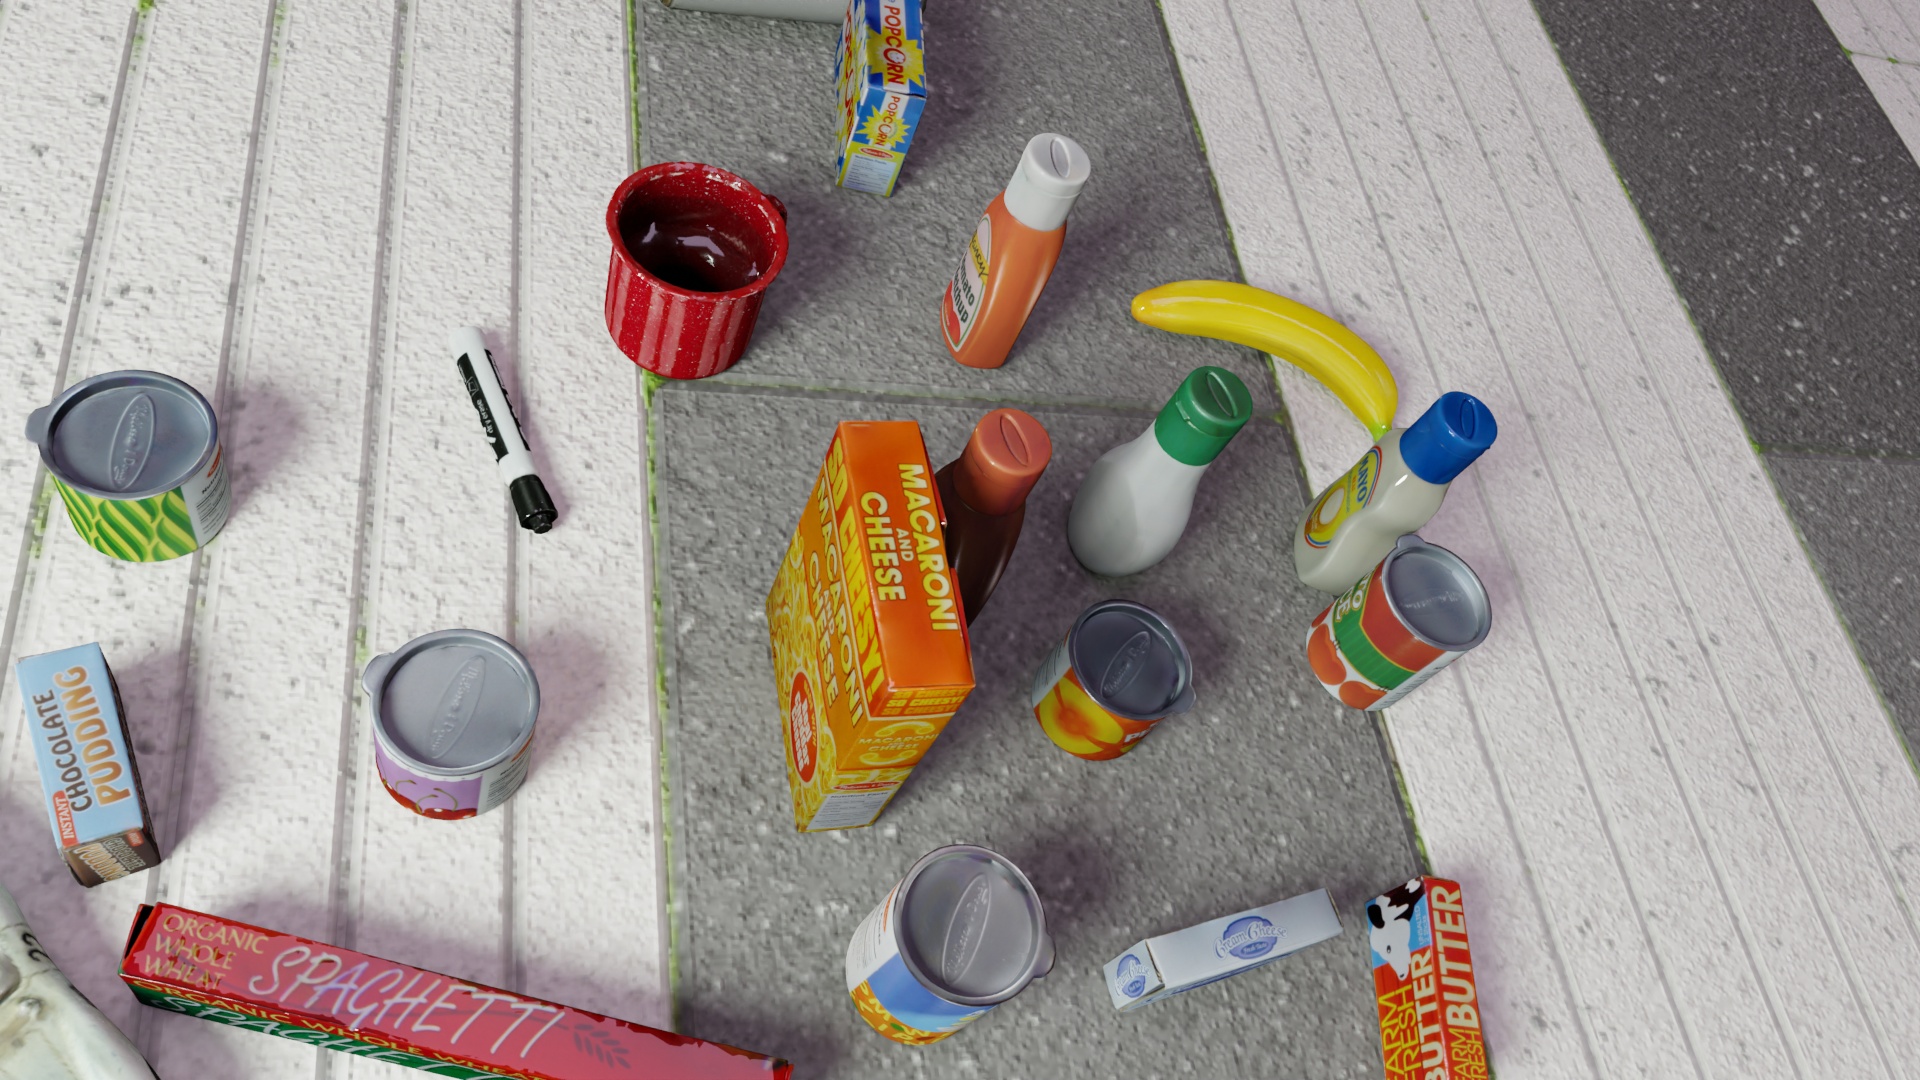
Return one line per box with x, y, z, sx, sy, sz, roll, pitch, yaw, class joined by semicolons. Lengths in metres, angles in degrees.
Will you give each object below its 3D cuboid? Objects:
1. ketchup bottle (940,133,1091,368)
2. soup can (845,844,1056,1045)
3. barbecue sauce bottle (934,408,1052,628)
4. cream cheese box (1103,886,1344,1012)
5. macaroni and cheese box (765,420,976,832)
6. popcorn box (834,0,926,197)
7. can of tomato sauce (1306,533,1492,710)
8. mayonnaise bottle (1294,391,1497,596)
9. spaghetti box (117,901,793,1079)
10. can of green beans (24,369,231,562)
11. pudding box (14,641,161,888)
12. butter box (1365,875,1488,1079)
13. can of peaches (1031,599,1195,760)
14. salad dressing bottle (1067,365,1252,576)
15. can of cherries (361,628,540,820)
0.030;-0.163;0.781;0.043;0.148;0.065;3;59;-19;ketchup bottle
-0.006;0.177;0.598;0.071;0.083;0.071;10;57;-15;soup can
0.002;-0.008;0.676;0.044;0.147;0.065;-10;64;-25;barbecue sauce bottle
0.124;0.193;0.656;0.104;0.053;0.024;-8;64;-25;cream cheese box
-0.045;0.043;0.616;0.040;0.165;0.124;-1;61;-21;macaroni and cheese box
-0.052;-0.292;0.869;0.038;0.084;0.127;7;58;-17;popcorn box
0.240;0.047;0.771;0.071;0.082;0.071;10;57;-15;can of tomato sauce
0.240;-0.028;0.777;0.041;0.147;0.065;20;55;-8;mayonnaise bottle
-0.192;0.191;0.541;0.250;0.050;0.029;18;56;-10;spaghetti box
-0.360;-0.032;0.610;0.071;0.057;0.071;10;57;-15;can of green beans
-0.343;0.088;0.547;0.030;0.049;0.084;-16;67;-28;pudding box
0.226;0.222;0.677;0.024;0.053;0.104;12;57;-14;butter box
0.078;0.074;0.709;0.071;0.057;0.071;10;57;-15;can of peaches
0.103;-0.034;0.730;0.044;0.147;0.064;-12;65;-26;salad dressing bottle
-0.218;0.078;0.595;0.071;0.058;0.072;10;57;-15;can of cherries
